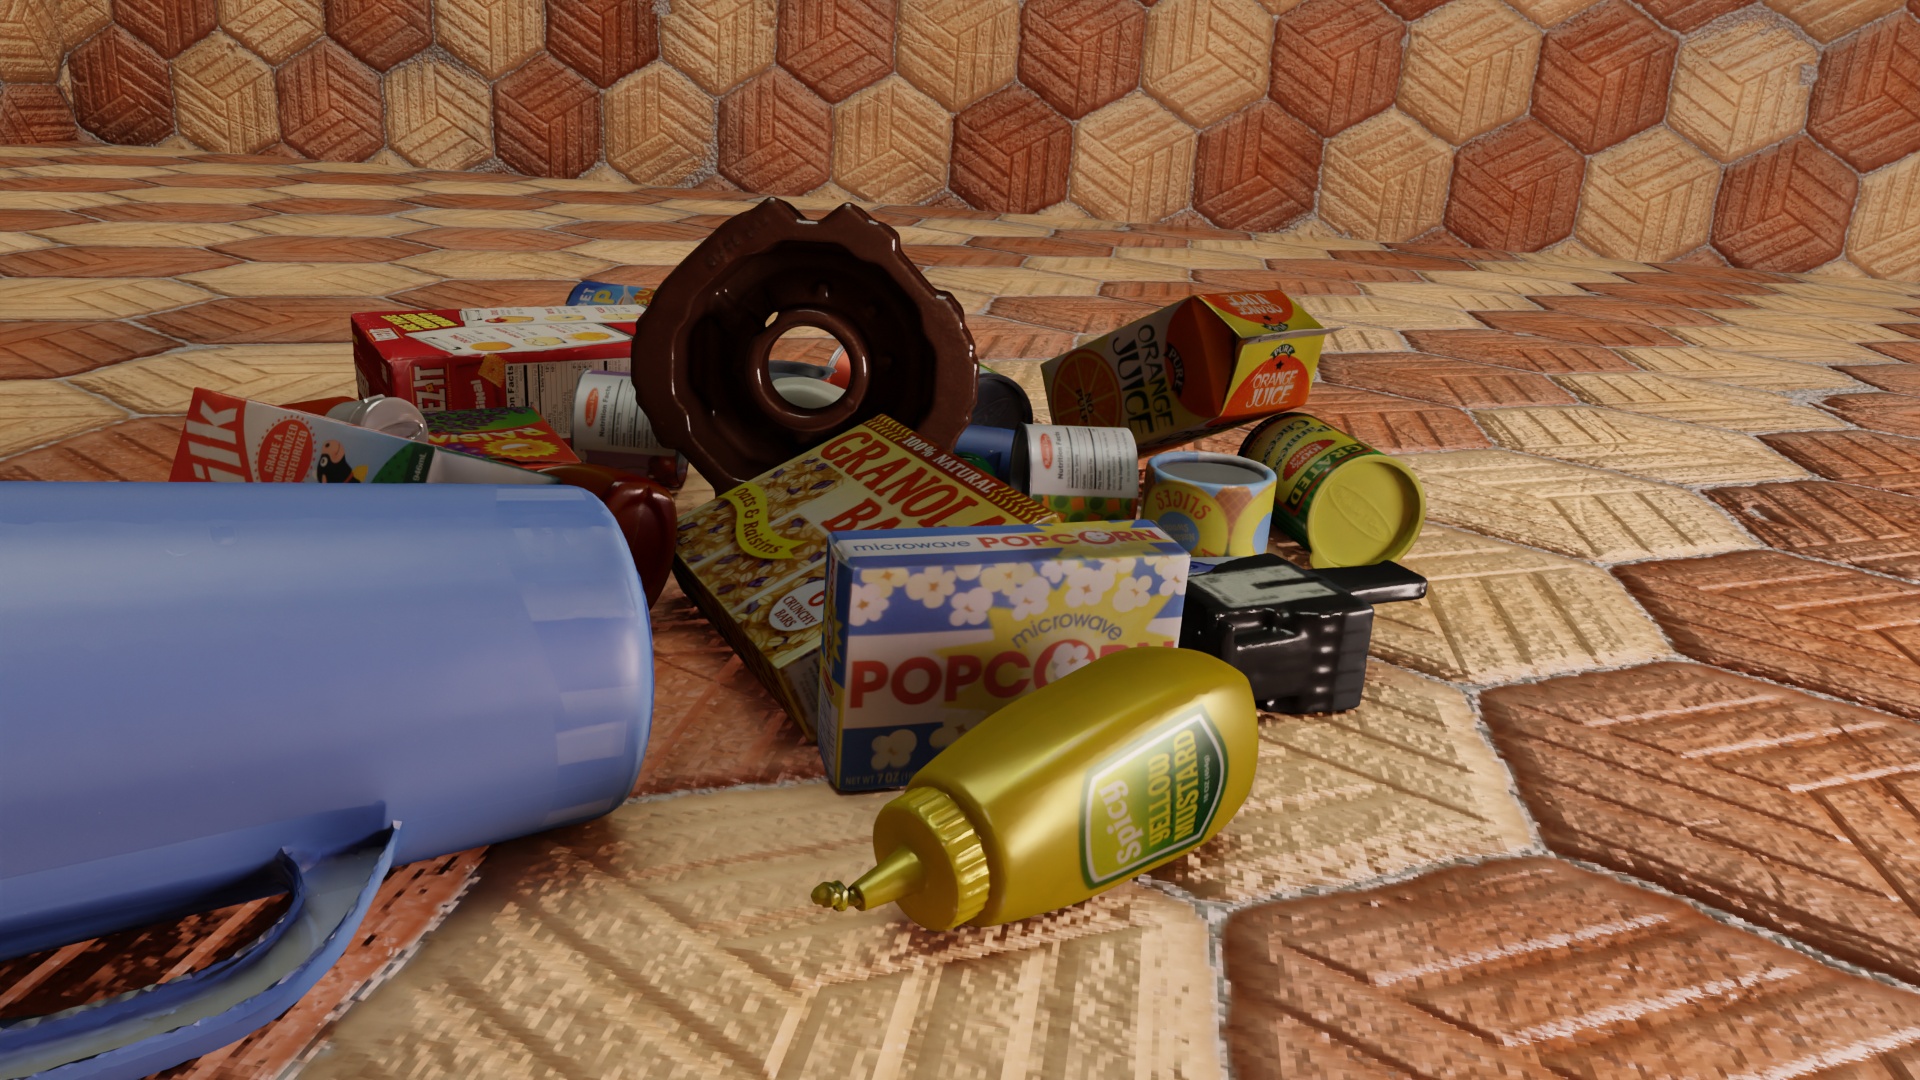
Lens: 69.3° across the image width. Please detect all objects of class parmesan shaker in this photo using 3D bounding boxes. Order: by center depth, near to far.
[{"bbox_3d":[0.197,-0.026,0.763,0.071,0.071,0.103,0,18,-12],"label":"parmesan shaker"}]

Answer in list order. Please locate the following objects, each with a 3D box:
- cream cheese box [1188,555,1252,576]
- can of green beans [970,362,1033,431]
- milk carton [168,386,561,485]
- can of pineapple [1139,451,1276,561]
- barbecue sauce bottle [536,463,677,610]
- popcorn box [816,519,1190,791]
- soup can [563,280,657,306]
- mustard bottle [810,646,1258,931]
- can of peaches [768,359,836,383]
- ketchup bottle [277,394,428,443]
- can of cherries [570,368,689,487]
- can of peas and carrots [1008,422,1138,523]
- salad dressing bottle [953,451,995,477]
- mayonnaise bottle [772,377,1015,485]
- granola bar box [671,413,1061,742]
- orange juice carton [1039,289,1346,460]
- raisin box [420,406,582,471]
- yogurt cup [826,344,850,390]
[{"bbox_3d":[0.098,0.027,0.644,0.104,0.024,0.053,-1,20,-13],"label":"cream cheese box"},{"bbox_3d":[0.005,-0.079,0.877,0.071,0.071,0.058,-3,19,-21],"label":"can of green beans"},{"bbox_3d":[-0.275,-0.017,0.599,0.190,0.072,0.073,12,-2,26],"label":"milk carton"},{"bbox_3d":[0.123,-0.009,0.705,0.071,0.057,0.071,3,19,-1],"label":"can of pineapple"},{"bbox_3d":[-0.183,-0.006,0.637,0.044,0.065,0.148,14,-1,-40],"label":"barbecue sauce bottle"},{"bbox_3d":[0.014,0.039,0.497,0.127,0.085,0.038,-2,20,-18],"label":"popcorn box"},{"bbox_3d":[-0.258,-0.166,1.083,0.084,0.071,0.071,9,19,14],"label":"soup can"},{"bbox_3d":[0.024,0.081,0.418,0.161,0.065,0.049,-19,23,-37],"label":"mustard bottle"},{"bbox_3d":[-0.112,-0.078,0.864,0.071,0.058,0.071,3,18,-1],"label":"can of peaches"},{"bbox_3d":[-0.328,-0.050,0.706,0.148,0.043,0.065,-1,18,37],"label":"ketchup bottle"},{"bbox_3d":[-0.187,-0.064,0.798,0.058,0.071,0.072,3,18,-3],"label":"can of cherries"},{"bbox_3d":[0.059,-0.028,0.740,0.059,0.070,0.071,2,18,-7],"label":"can of peas and carrots"},{"bbox_3d":[0.003,-0.009,0.702,0.064,0.043,0.148,2,18,-2],"label":"salad dressing bottle"},{"bbox_3d":[-0.041,-0.056,0.811,0.148,0.064,0.041,7,17,-1],"label":"mayonnaise bottle"},{"bbox_3d":[-0.045,0.007,0.587,0.124,0.039,0.166,-29,29,-16],"label":"granola bar box"},{"bbox_3d":[0.136,-0.099,0.833,0.072,0.073,0.192,-9,-4,-34],"label":"orange juice carton"},{"bbox_3d":[-0.259,-0.039,0.751,0.086,0.040,0.123,-5,21,-27],"label":"raisin box"},{"bbox_3d":[-0.056,-0.094,0.917,0.054,0.072,0.073,18,22,16],"label":"yogurt cup"}]
